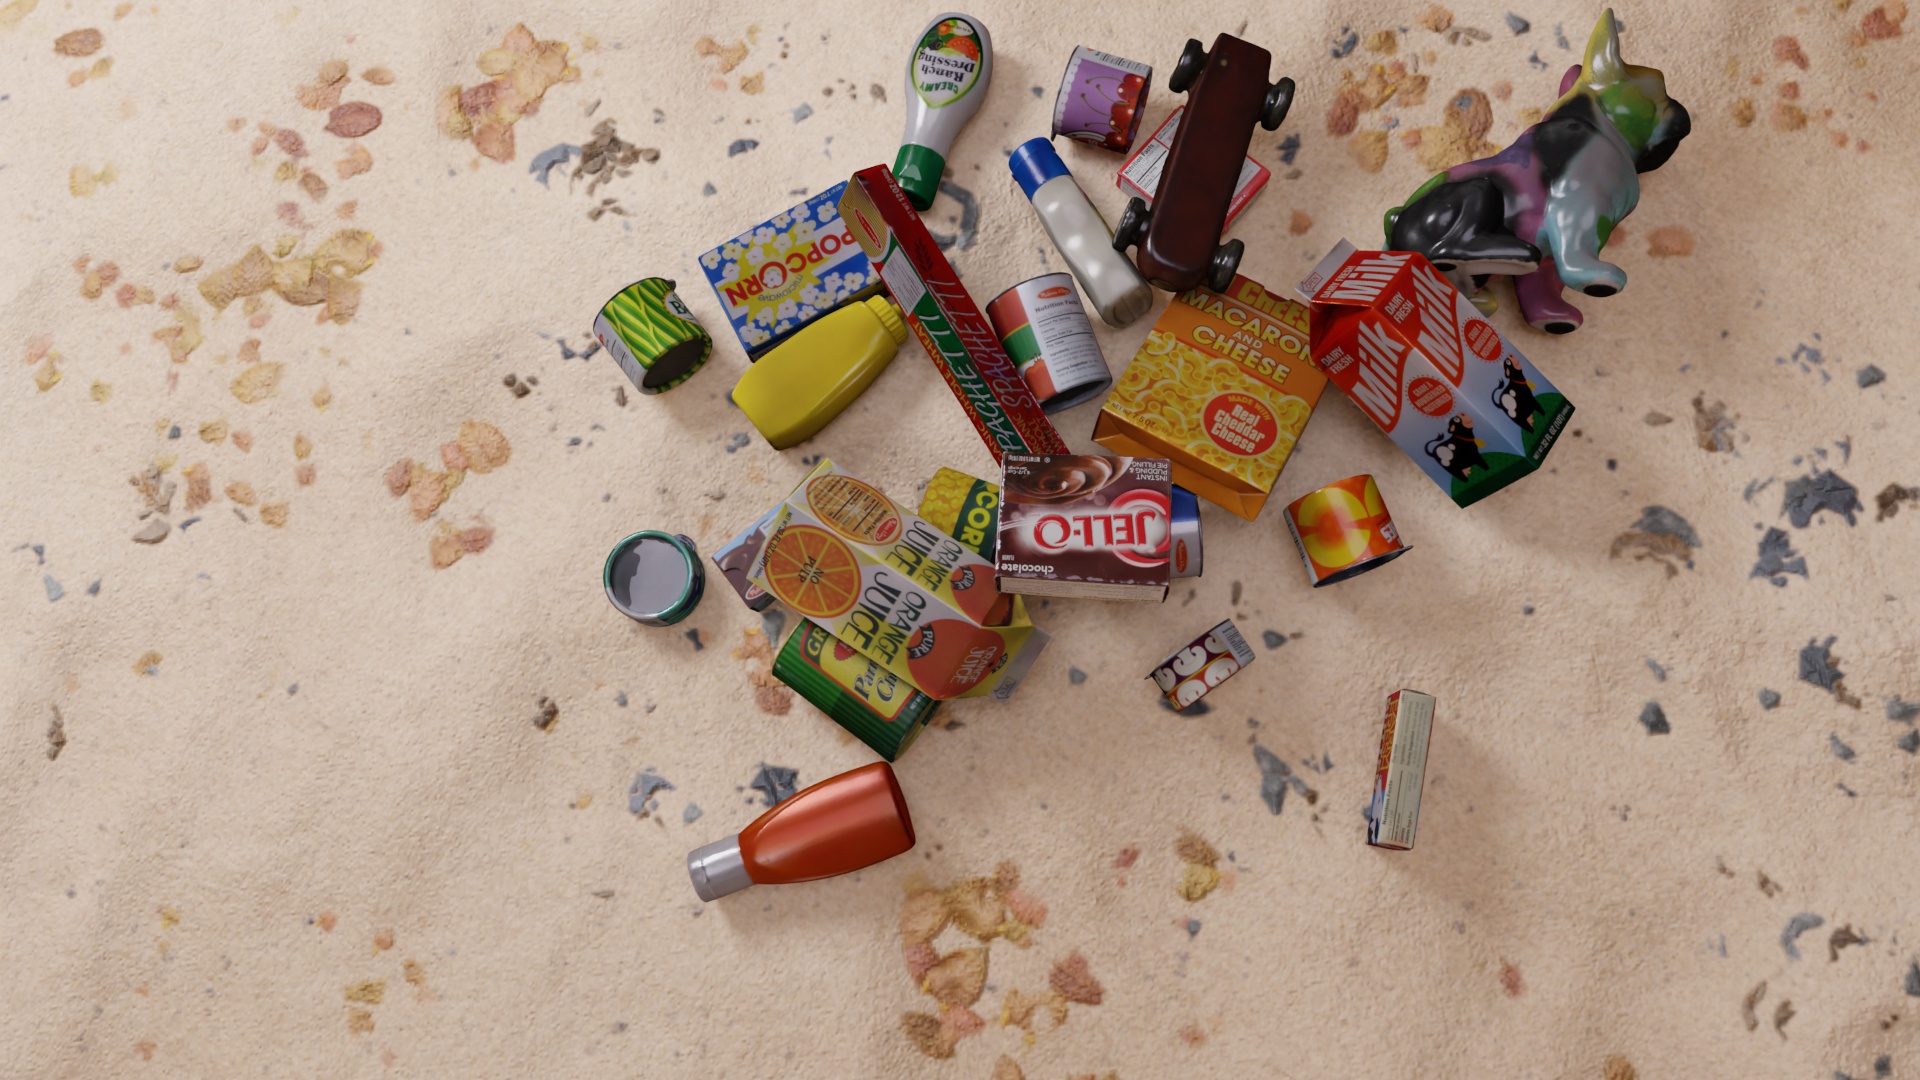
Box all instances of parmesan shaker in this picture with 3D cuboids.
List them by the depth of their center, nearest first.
[{"bbox_3d":[-0.067,0.093,0.948,0.103,0.071,0.071,35,83,10],"label":"parmesan shaker"}]

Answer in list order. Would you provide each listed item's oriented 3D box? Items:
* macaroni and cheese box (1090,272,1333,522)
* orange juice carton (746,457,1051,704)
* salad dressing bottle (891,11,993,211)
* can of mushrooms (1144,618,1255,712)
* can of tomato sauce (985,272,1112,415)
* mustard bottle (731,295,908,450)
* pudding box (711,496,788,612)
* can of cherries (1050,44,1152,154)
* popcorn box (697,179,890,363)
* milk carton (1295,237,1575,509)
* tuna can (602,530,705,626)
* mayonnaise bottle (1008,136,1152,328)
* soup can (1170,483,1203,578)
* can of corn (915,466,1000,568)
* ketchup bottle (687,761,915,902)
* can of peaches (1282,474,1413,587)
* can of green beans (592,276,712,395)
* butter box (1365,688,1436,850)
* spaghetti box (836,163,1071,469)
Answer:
[{"bbox_3d":[0.183,-0.108,0.956,0.124,0.040,0.167,28,59,9],"label":"macaroni and cheese box"},{"bbox_3d":[-0.036,0.035,0.920,0.193,0.073,0.071,33,123,2],"label":"orange juice carton"},{"bbox_3d":[-0.018,-0.321,1.045,0.064,0.044,0.148,15,80,6],"label":"salad dressing bottle"},{"bbox_3d":[0.161,0.085,0.933,0.071,0.071,0.033,-34,79,-3],"label":"can of mushrooms"},{"bbox_3d":[0.063,-0.138,0.987,0.071,0.071,0.083,-21,81,0],"label":"can of tomato sauce"},{"bbox_3d":[-0.087,-0.132,1.006,0.160,0.048,0.065,-38,78,-5],"label":"mustard bottle"},{"bbox_3d":[-0.129,0.006,0.989,0.084,0.030,0.050,-39,79,-4],"label":"pudding box"},{"bbox_3d":[0.104,-0.322,1.027,0.058,0.071,0.071,18,80,7],"label":"can of cherries"},{"bbox_3d":[-0.118,-0.198,1.028,0.127,0.038,0.085,-28,77,-2],"label":"popcorn box"},{"bbox_3d":[0.308,-0.120,0.933,0.190,0.073,0.073,45,58,-1],"label":"milk carton"},{"bbox_3d":[-0.217,0.025,0.989,0.071,0.032,0.071,-1,78,4],"label":"tuna can"},{"bbox_3d":[0.085,-0.226,1.008,0.041,0.064,0.148,-32,74,10],"label":"mayonnaise bottle"},{"bbox_3d":[0.121,-0.005,0.957,0.084,0.071,0.071,-5,78,4],"label":"soup can"},{"bbox_3d":[0.003,-0.012,0.962,0.058,0.071,0.071,20,80,9],"label":"can of corn"},{"bbox_3d":[-0.109,0.202,0.938,0.149,0.043,0.065,-20,80,0],"label":"ketchup bottle"},{"bbox_3d":[0.262,-0.007,0.944,0.071,0.071,0.058,-20,77,0],"label":"can of peaches"},{"bbox_3d":[-0.223,-0.148,1.010,0.071,0.071,0.058,-38,79,-4],"label":"can of green beans"},{"bbox_3d":[0.290,0.152,0.915,0.024,0.053,0.103,11,78,9],"label":"butter box"},{"bbox_3d":[-0.006,-0.147,0.973,0.029,0.050,0.250,-30,84,-26],"label":"spaghetti box"}]
